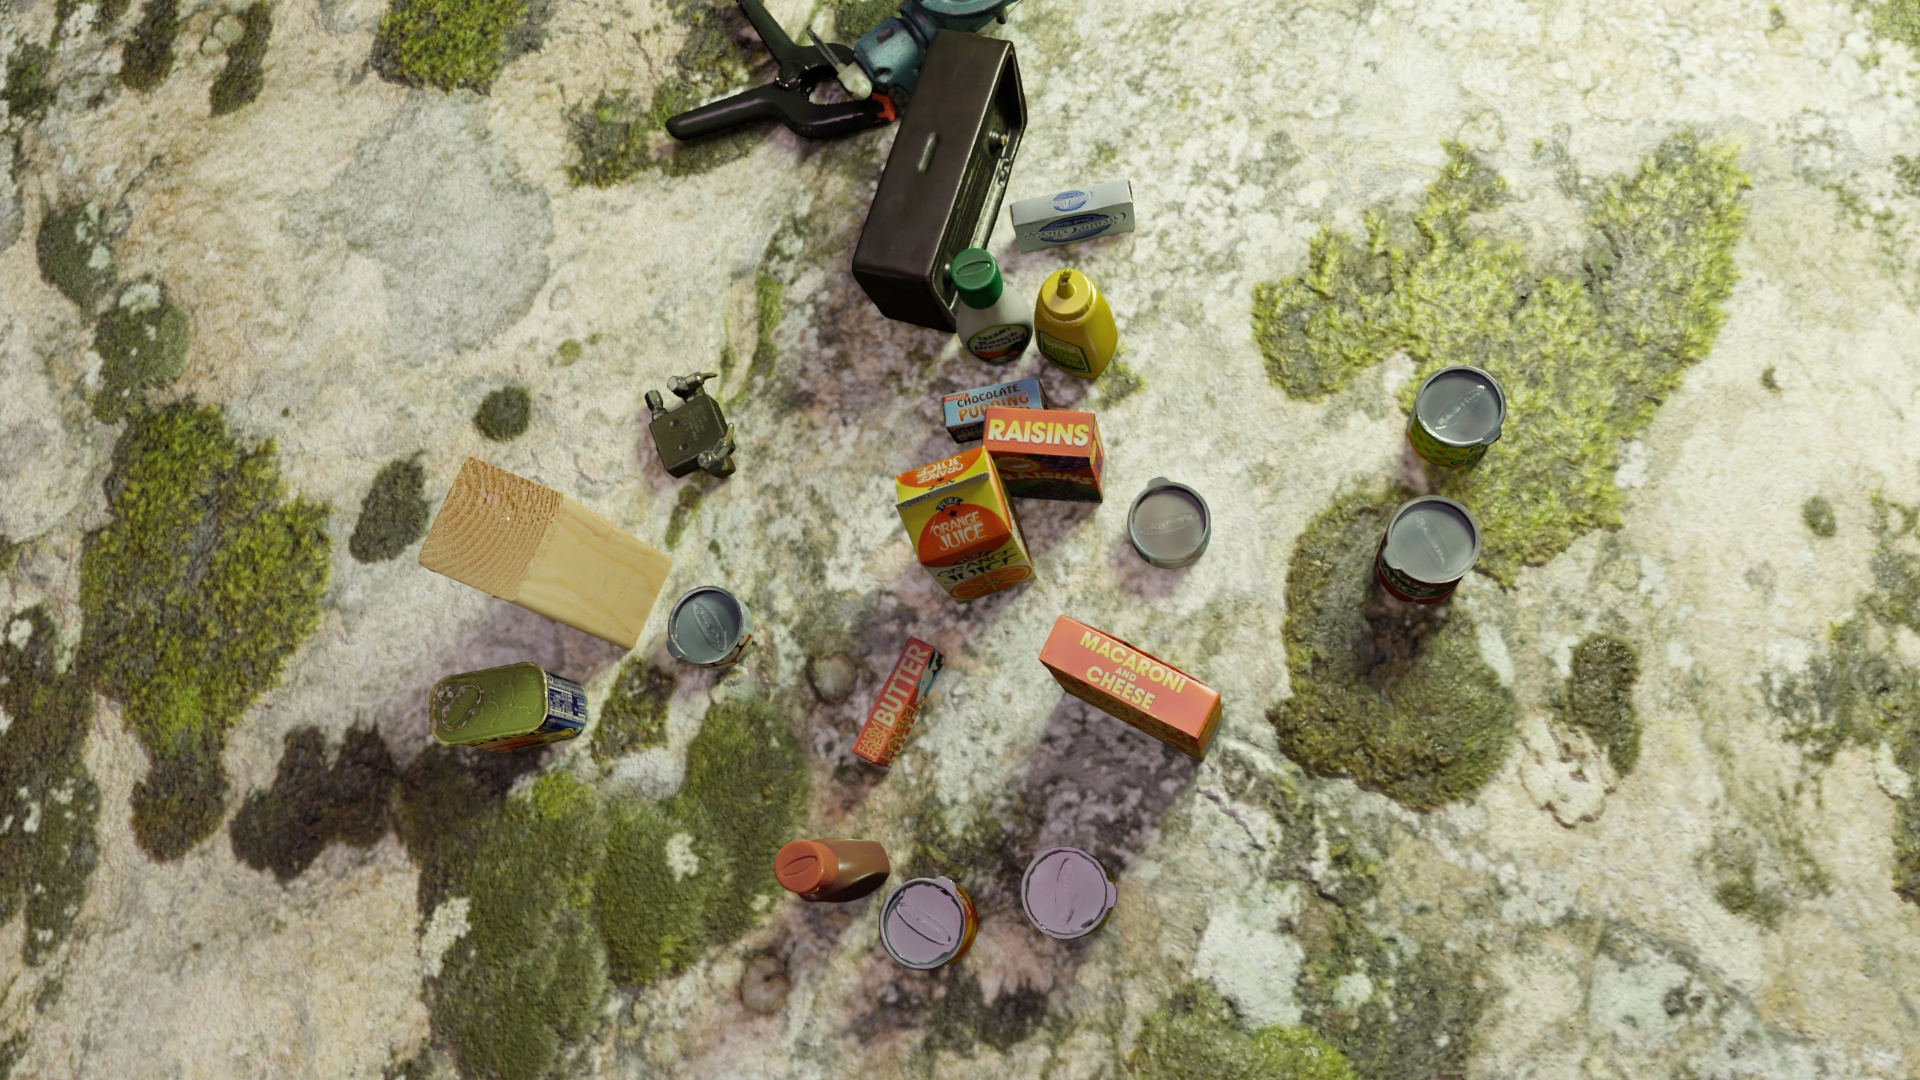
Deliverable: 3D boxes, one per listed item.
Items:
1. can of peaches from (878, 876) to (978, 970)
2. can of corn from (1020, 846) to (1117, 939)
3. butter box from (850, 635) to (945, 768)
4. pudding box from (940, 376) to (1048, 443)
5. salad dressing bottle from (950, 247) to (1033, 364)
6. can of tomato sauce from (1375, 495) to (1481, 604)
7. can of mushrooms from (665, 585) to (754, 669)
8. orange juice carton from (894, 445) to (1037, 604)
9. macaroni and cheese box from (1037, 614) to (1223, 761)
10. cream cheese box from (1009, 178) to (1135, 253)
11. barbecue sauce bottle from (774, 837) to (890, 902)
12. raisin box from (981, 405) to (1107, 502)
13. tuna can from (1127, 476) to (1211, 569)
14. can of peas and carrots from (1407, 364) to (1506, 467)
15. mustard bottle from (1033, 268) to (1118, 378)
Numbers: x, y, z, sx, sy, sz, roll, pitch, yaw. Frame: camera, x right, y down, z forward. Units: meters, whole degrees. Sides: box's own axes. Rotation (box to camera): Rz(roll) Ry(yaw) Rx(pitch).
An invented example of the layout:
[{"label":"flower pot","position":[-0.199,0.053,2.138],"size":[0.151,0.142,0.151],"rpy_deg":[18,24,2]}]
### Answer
[{"label":"can of peaches","position":[-0.022,0.288,1.053],"size":[0.071,0.058,0.071],"rpy_deg":[-3,75,10]},{"label":"can of corn","position":[0.084,0.264,1.040],"size":[0.071,0.058,0.071],"rpy_deg":[-3,75,10]},{"label":"butter box","position":[-0.048,0.130,1.104],"size":[0.024,0.053,0.103],"rpy_deg":[25,81,16]},{"label":"pudding box","position":[0.030,-0.108,1.156],"size":[0.084,0.049,0.030],"rpy_deg":[-10,74,8]},{"label":"salad dressing bottle","position":[0.022,-0.189,1.128],"size":[0.064,0.147,0.044],"rpy_deg":[-15,73,7]},{"label":"can of tomato sauce","position":[0.349,0.010,1.046],"size":[0.071,0.083,0.071],"rpy_deg":[-3,75,10]},{"label":"can of mushrooms","position":[-0.210,0.074,1.160],"size":[0.071,0.033,0.071],"rpy_deg":[-3,75,10]},{"label":"orange juice carton","position":[0.004,-0.013,1.060],"size":[0.072,0.192,0.073],"rpy_deg":[-19,73,6]},{"label":"macaroni and cheese box","position":[0.128,0.109,1.017],"size":[0.124,0.166,0.040],"rpy_deg":[26,82,16]},{"label":"cream cheese box","position":[0.097,-0.277,1.187],"size":[0.104,0.053,0.024],"rpy_deg":[-10,74,8]},{"label":"barbecue sauce bottle","position":[-0.098,0.245,1.032],"size":[0.065,0.148,0.044],"rpy_deg":[-23,72,4]},{"label":"raisin box","position":[0.069,-0.067,1.099],"size":[0.086,0.123,0.040],"rpy_deg":[5,77,12]},{"label":"tuna can","position":[0.167,-0.014,1.113],"size":[0.071,0.032,0.071],"rpy_deg":[-3,75,10]},{"label":"can of peas and carrots","position":[0.386,-0.094,1.080],"size":[0.071,0.058,0.071],"rpy_deg":[-3,75,10]},{"label":"mustard bottle","position":[0.088,-0.178,1.106],"size":[0.065,0.160,0.049],"rpy_deg":[24,81,16]}]
